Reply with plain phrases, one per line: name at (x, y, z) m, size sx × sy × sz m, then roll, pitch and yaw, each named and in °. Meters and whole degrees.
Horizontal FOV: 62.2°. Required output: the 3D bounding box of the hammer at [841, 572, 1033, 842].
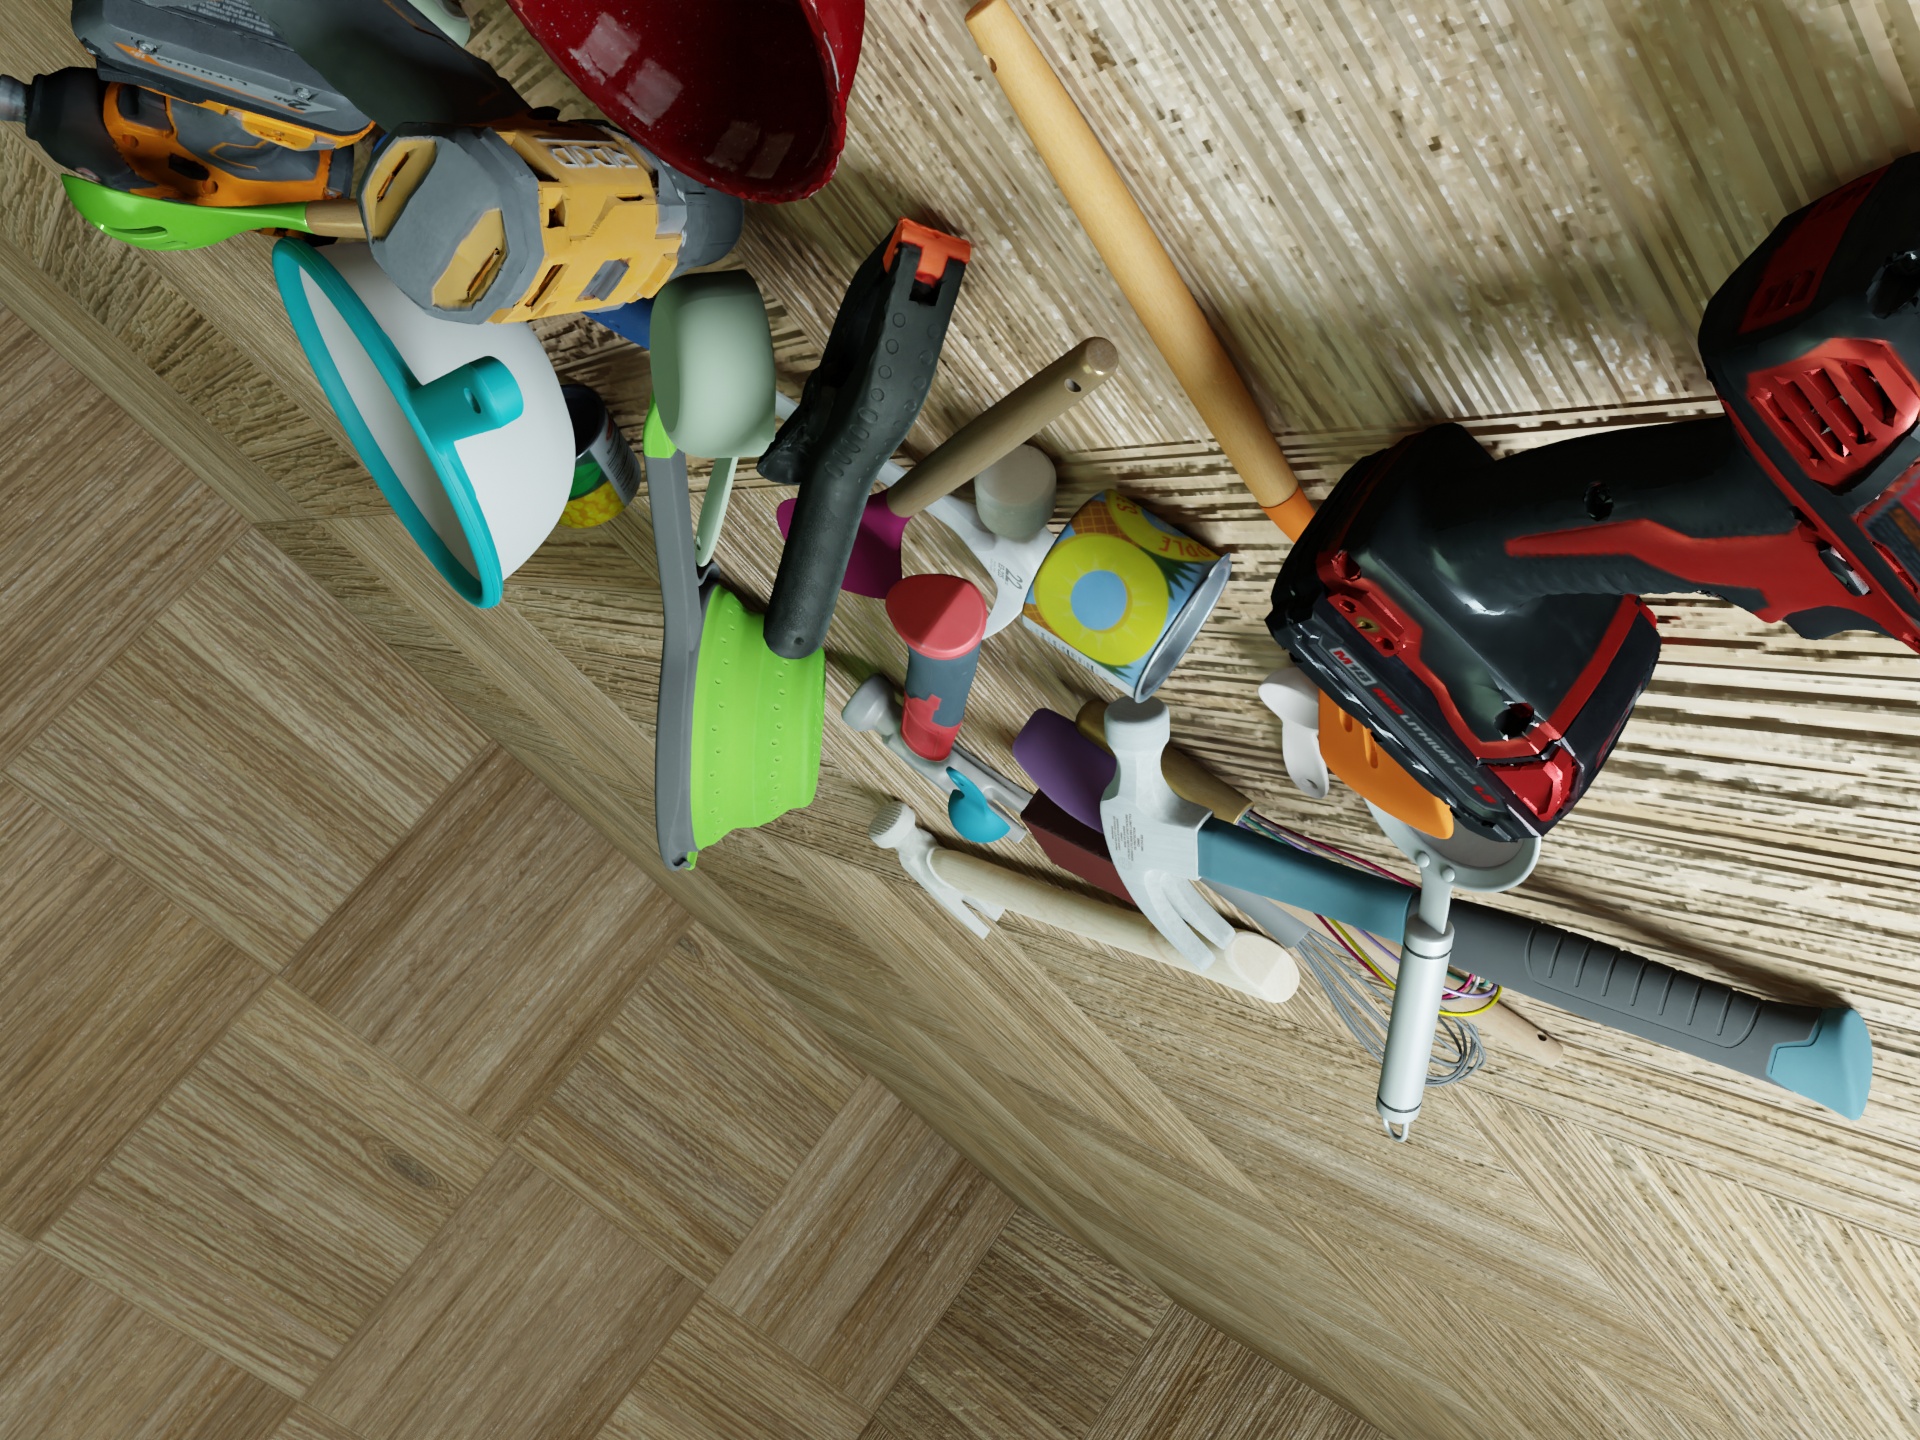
hammer at (-0.001, -0.003, 0.849) m, size 0.143 × 0.038 × 0.386 m, roll 36°, pitch 171°, yaw 3°

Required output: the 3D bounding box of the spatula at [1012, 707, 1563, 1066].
spatula at (0.165, 0.089, 0.809) m, size 0.316 × 0.060 × 0.018 m, roll 31°, pitch 136°, yaw 3°

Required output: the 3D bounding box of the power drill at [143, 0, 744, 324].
power drill at (-0.184, -0.237, 0.566) m, size 0.226 × 0.084 × 0.185 m, roll 47°, pitch -153°, yaw 1°

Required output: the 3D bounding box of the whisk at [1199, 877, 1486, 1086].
whisk at (0.178, 0.111, 0.841) m, size 0.239 × 0.055 × 0.055 m, roll 40°, pitch 163°, yaw 2°

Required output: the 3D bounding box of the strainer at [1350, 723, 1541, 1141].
strainer at (0.188, 0.078, 0.634) m, size 0.087 × 0.050 × 0.258 m, roll 35°, pitch 139°, yaw 41°

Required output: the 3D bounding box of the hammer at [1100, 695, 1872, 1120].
hammer at (0.206, 0.088, 0.678) m, size 0.331 × 0.033 × 0.128 m, roll 18°, pitch 129°, yaw 32°

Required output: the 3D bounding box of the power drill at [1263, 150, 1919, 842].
power drill at (0.205, -0.024, 0.405) m, size 0.187 × 0.080 × 0.227 m, roll 42°, pitch 160°, yaw -11°

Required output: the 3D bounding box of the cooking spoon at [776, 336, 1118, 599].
cooking spoon at (-0.014, -0.095, 0.639) m, size 0.068 × 0.017 × 0.319 m, roll 40°, pitch 161°, yaw -13°

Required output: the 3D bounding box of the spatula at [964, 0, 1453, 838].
spatula at (0.088, -0.088, 0.527) m, size 0.322 × 0.041 × 0.081 m, roll 51°, pitch 175°, yaw -29°

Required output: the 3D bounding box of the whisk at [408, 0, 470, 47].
whisk at (-0.275, -0.354, 0.594) m, size 0.246 × 0.059 × 0.058 m, roll 47°, pitch -162°, yaw -38°

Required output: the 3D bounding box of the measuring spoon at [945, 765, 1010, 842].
measuring spoon at (0.002, 0.050, 0.913) m, size 0.042 × 0.021 × 0.128 m, roll 33°, pitch 172°, yaw 15°

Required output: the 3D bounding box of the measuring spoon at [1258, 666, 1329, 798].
measuring spoon at (0.152, 0.006, 0.693) m, size 0.034 × 0.018 × 0.124 m, roll 26°, pitch 166°, yaw 24°

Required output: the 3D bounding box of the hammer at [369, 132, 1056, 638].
hammer at (-0.124, -0.171, 0.759) m, size 0.406 × 0.035 × 0.144 m, roll 34°, pitch 162°, yaw 16°

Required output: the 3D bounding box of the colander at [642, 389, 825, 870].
colander at (-0.134, -0.050, 0.983) m, size 0.094 × 0.205 × 0.396 m, roll 4°, pitch 142°, yaw -1°

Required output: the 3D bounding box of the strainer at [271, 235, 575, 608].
strainer at (-0.238, -0.166, 0.793) m, size 0.340 × 0.095 × 0.211 m, roll 11°, pitch 130°, yaw 60°

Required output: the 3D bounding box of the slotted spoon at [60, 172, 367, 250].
slotted spoon at (-0.275, -0.230, 0.727) m, size 0.314 × 0.031 × 0.070 m, roll 6°, pitch -178°, yaw 15°

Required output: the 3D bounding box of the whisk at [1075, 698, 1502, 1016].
whisk at (0.153, 0.062, 0.774) m, size 0.245 × 0.047 × 0.051 m, roll 36°, pitch 178°, yaw 23°

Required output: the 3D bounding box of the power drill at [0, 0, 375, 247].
power drill at (-0.355, -0.292, 0.730) m, size 0.164 × 0.084 × 0.226 m, roll 9°, pitch 173°, yaw -29°

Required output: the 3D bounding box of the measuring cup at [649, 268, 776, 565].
measuring cup at (-0.116, -0.120, 0.687) m, size 0.167 × 0.038 × 0.083 m, roll 116°, pitch 140°, yaw -52°

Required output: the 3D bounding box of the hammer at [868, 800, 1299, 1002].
hammer at (0.086, 0.141, 1.125) m, size 0.146 × 0.038 × 0.411 m, roll 46°, pitch 161°, yaw -28°
